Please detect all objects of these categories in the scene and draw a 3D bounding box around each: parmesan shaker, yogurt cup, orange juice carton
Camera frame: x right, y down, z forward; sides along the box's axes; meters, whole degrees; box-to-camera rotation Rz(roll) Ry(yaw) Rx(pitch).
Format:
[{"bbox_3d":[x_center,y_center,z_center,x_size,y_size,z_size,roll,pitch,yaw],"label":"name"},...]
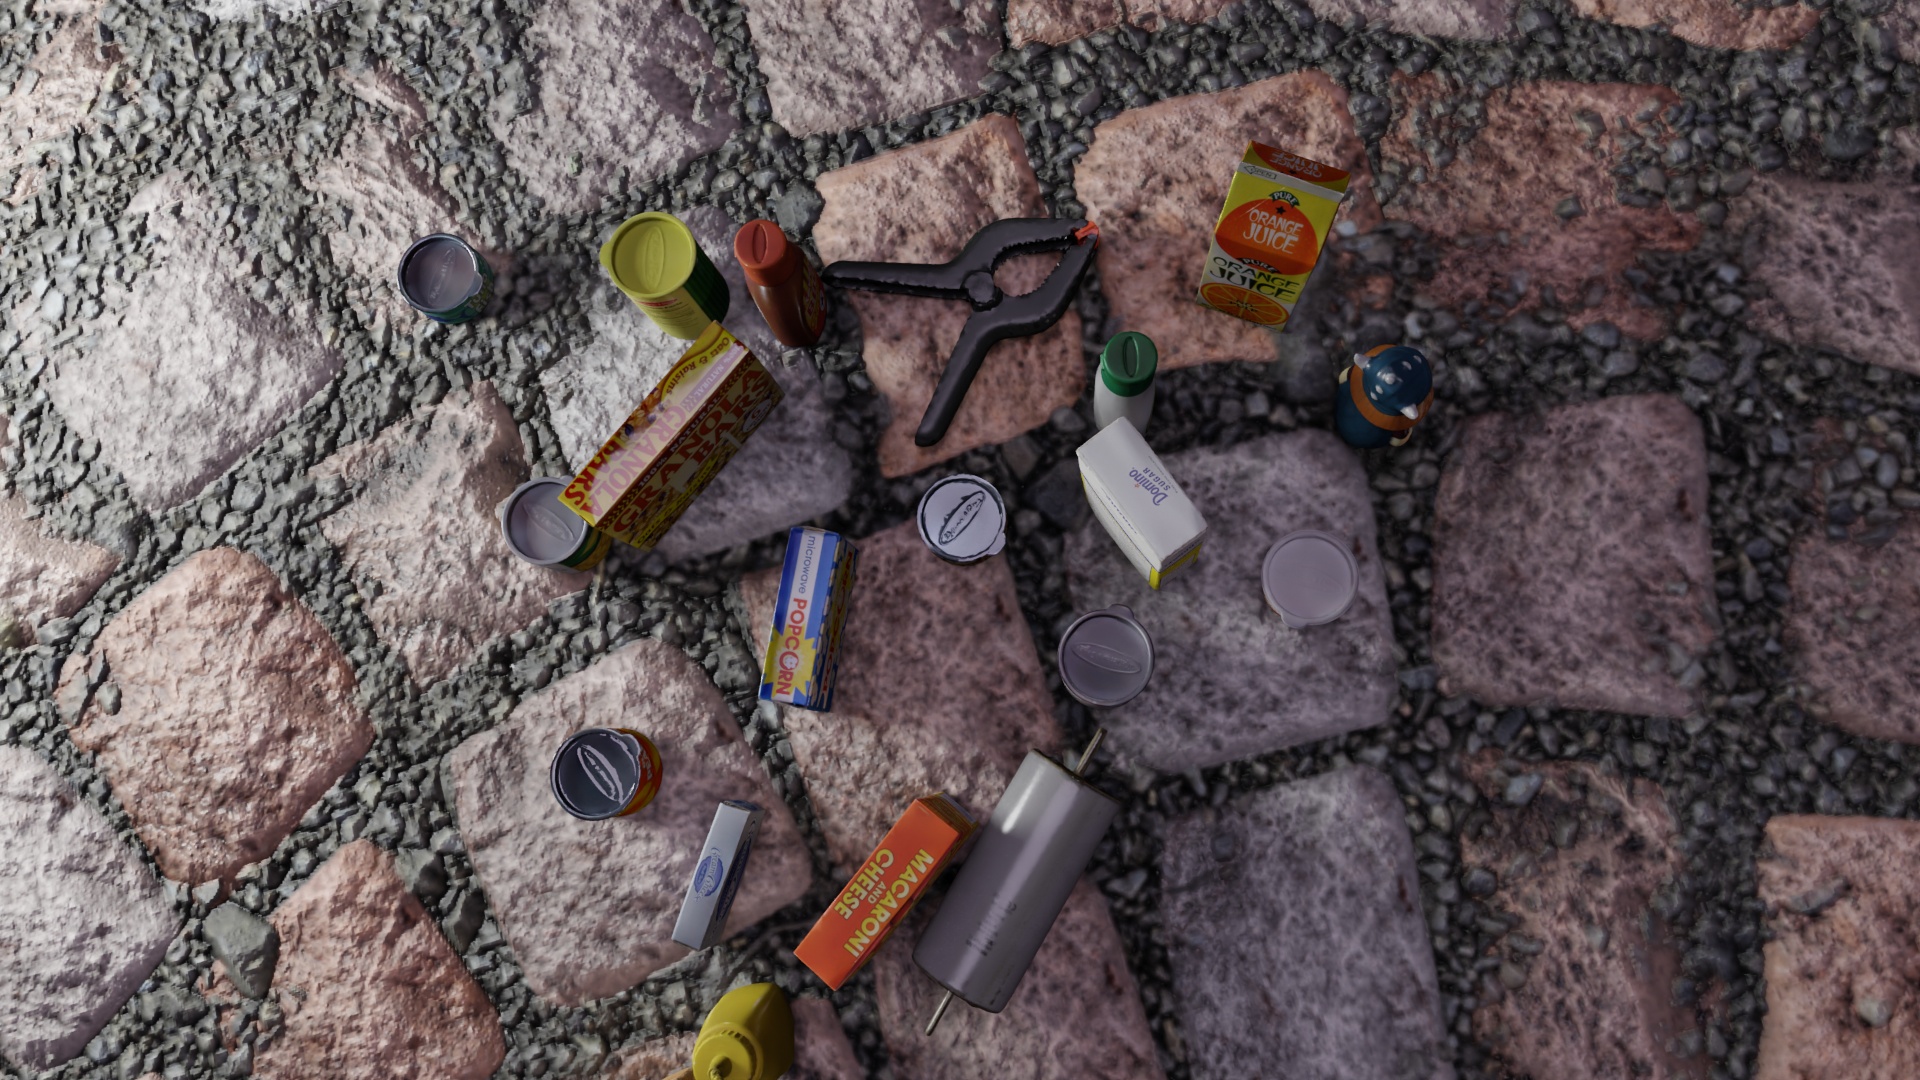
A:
[{"bbox_3d":[-0.221,-0.198,1.049,0.071,0.103,0.071,-1,81,4],"label":"parmesan shaker"},{"bbox_3d":[0.248,0.029,1.001,0.072,0.054,0.072,-1,81,4],"label":"yogurt cup"},{"bbox_3d":[0.218,-0.216,0.973,0.072,0.192,0.073,21,84,7],"label":"orange juice carton"}]

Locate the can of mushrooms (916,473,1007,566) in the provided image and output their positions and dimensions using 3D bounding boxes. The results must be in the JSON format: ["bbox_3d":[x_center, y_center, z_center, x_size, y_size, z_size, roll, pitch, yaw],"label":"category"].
[{"bbox_3d":[0.004,-0.013,1.037,0.071,0.033,0.071,-1,81,4],"label":"can of mushrooms"}]

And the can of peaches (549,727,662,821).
[{"bbox_3d":[-0.255,0.169,1.015,0.071,0.058,0.071,-1,81,4],"label":"can of peaches"}]

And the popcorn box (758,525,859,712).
[{"bbox_3d":[-0.108,0.058,1.008,0.038,0.085,0.127,9,82,6],"label":"popcorn box"}]

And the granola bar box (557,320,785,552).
[{"bbox_3d":[-0.205,-0.071,1.017,0.039,0.124,0.165,40,86,9],"label":"granola bar box"}]

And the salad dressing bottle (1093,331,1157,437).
[{"bbox_3d":[0.117,-0.110,0.986,0.044,0.147,0.064,-2,81,4],"label":"salad dressing bottle"}]

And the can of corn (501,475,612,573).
[{"bbox_3d":[-0.301,-0.012,1.048,0.071,0.058,0.071,-1,81,4],"label":"can of corn"}]

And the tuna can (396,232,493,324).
[{"bbox_3d":[-0.405,-0.206,1.100,0.071,0.033,0.071,-1,81,4],"label":"tuna can"}]

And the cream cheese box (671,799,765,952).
[{"bbox_3d":[-0.173,0.239,1.000,0.024,0.053,0.104,18,83,7],"label":"cream cheese box"}]

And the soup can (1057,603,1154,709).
[{"bbox_3d":[0.104,0.084,0.988,0.071,0.083,0.071,-1,81,4],"label":"soup can"}]

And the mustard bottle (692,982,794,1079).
[{"bbox_3d":[-0.148,0.338,0.927,0.049,0.160,0.065,-14,81,2],"label":"mustard bottle"}]

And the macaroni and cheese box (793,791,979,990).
[{"bbox_3d":[-0.044,0.230,0.934,0.040,0.166,0.124,38,86,9],"label":"macaroni and cheese box"}]

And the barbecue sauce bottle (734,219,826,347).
[{"bbox_3d":[-0.132,-0.191,1.018,0.044,0.148,0.065,-1,81,4],"label":"barbecue sauce bottle"}]
